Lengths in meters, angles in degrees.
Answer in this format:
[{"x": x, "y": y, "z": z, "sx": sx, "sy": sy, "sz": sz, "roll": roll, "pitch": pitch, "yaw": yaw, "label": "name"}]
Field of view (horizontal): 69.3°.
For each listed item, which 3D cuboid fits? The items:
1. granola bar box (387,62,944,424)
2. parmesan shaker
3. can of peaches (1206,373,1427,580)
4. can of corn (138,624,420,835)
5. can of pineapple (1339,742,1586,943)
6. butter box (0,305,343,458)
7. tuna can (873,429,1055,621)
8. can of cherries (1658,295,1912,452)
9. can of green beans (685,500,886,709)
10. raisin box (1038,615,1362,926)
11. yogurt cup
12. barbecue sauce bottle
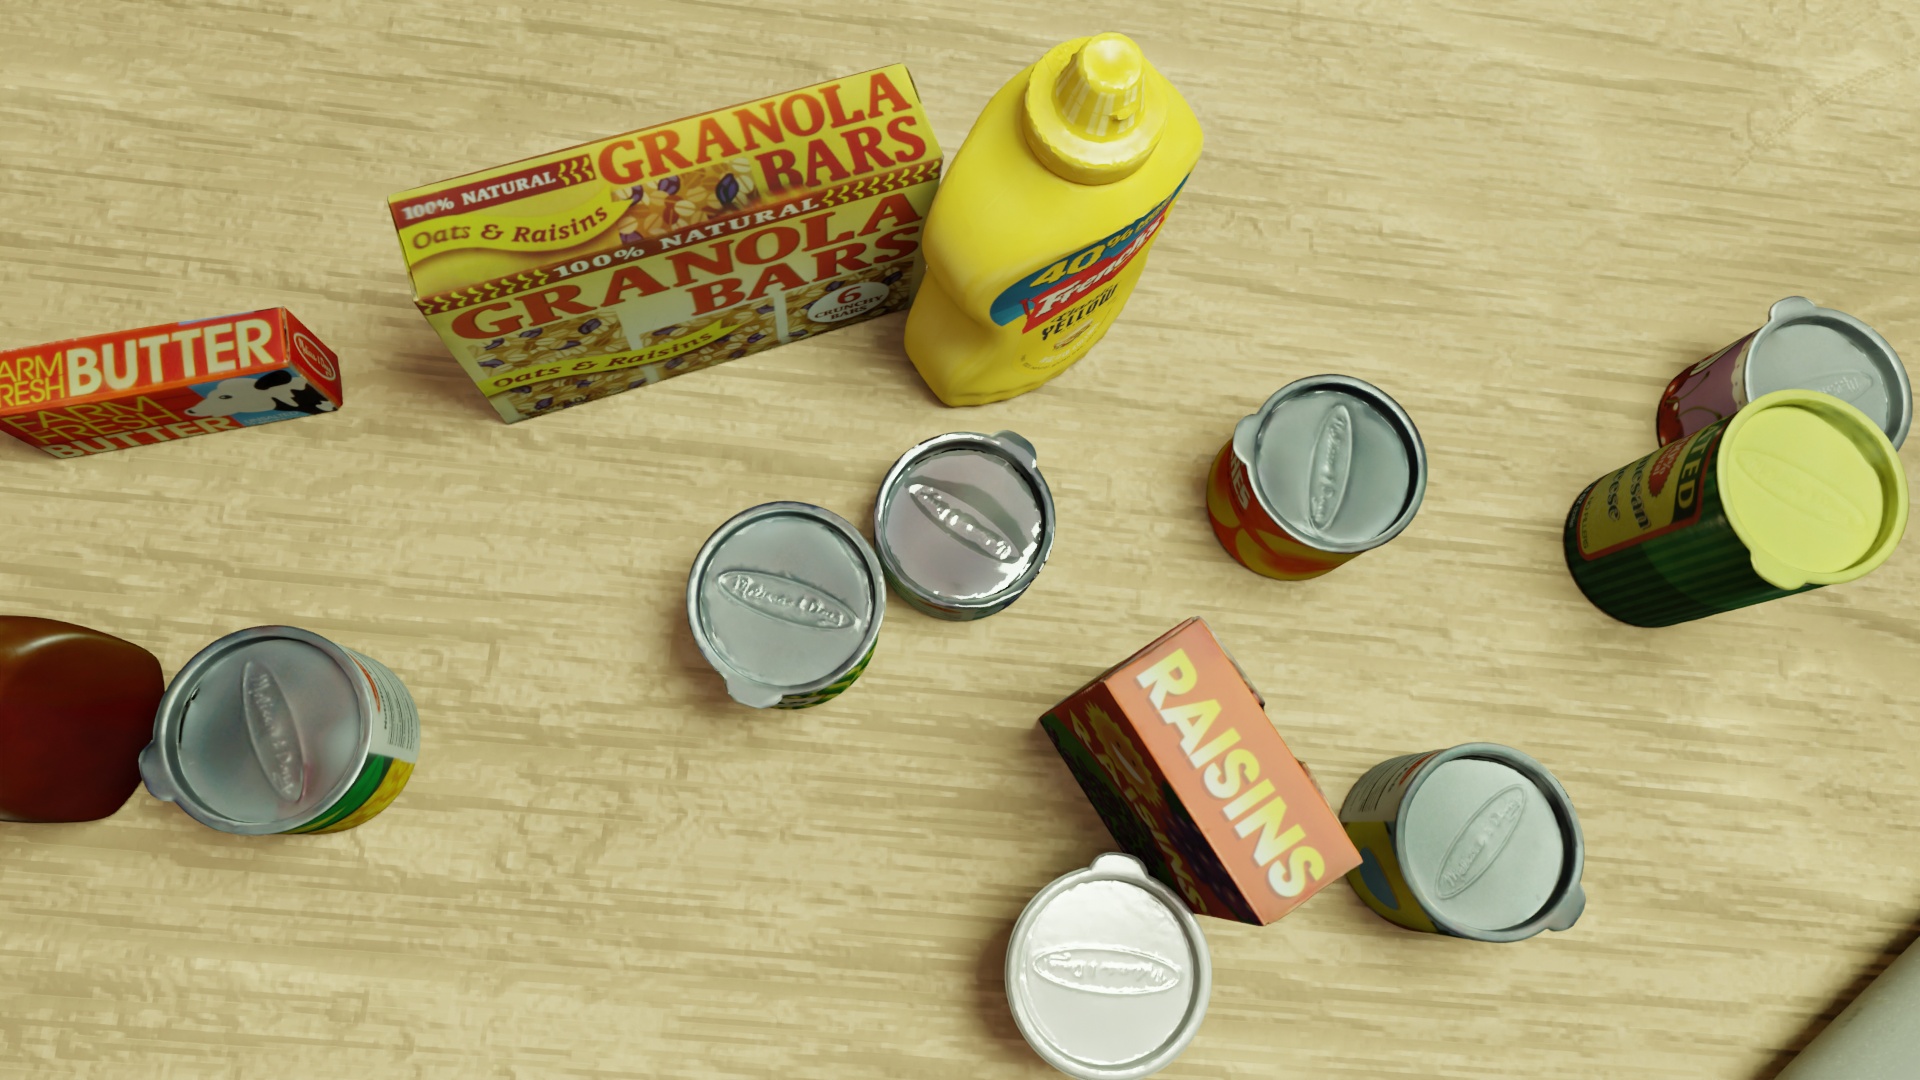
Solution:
[{"x": -0.094, "y": -0.098, "z": 0.480, "sx": 0.166, "sy": 0.124, "sz": 0.039, "roll": -18, "pitch": 80, "yaw": -9, "label": "granola bar box"}, {"x": 0.274, "y": -0.005, "z": 0.504, "sx": 0.071, "sy": 0.103, "sz": 0.071, "roll": 1, "pitch": 77, "yaw": -5, "label": "parmesan shaker"}, {"x": 0.128, "y": -0.023, "z": 0.517, "sx": 0.071, "sy": 0.058, "sz": 0.071, "roll": 1, "pitch": 77, "yaw": -5, "label": "can of peaches"}, {"x": -0.224, "y": 0.066, "z": 0.464, "sx": 0.071, "sy": 0.058, "sz": 0.071, "roll": 1, "pitch": 77, "yaw": -5, "label": "can of corn"}, {"x": 0.176, "y": 0.108, "z": 0.492, "sx": 0.071, "sy": 0.057, "sz": 0.071, "roll": 1, "pitch": 77, "yaw": -5, "label": "can of pineapple"}, {"x": -0.280, "y": -0.055, "z": 0.489, "sx": 0.104, "sy": 0.053, "sz": 0.024, "roll": -11, "pitch": 79, "yaw": -8, "label": "butter box"}, {"x": 0.002, "y": -0.006, "z": 0.515, "sx": 0.071, "sy": 0.032, "sz": 0.071, "roll": 1, "pitch": 77, "yaw": -5, "label": "tuna can"}, {"x": 0.319, "y": -0.052, "z": 0.542, "sx": 0.071, "sy": 0.058, "sz": 0.071, "roll": 1, "pitch": 77, "yaw": -5, "label": "can of cherries"}, {"x": -0.060, "y": 0.025, "z": 0.489, "sx": 0.071, "sy": 0.057, "sz": 0.071, "roll": 1, "pitch": 77, "yaw": -5, "label": "can of green beans"}, {"x": 0.073, "y": 0.078, "z": 0.455, "sx": 0.040, "sy": 0.123, "sz": 0.086, "roll": -31, "pitch": 82, "yaw": -11, "label": "raisin box"}, {"x": 0.046, "y": 0.145, "z": 0.473, "sx": 0.072, "sy": 0.054, "sz": 0.072, "roll": 1, "pitch": 77, "yaw": -5, "label": "yogurt cup"}, {"x": -0.294, "y": 0.051, "z": 0.414, "sx": 0.044, "sy": 0.148, "sz": 0.065, "roll": 9, "pitch": 77, "yaw": -3, "label": "barbecue sauce bottle"}]
